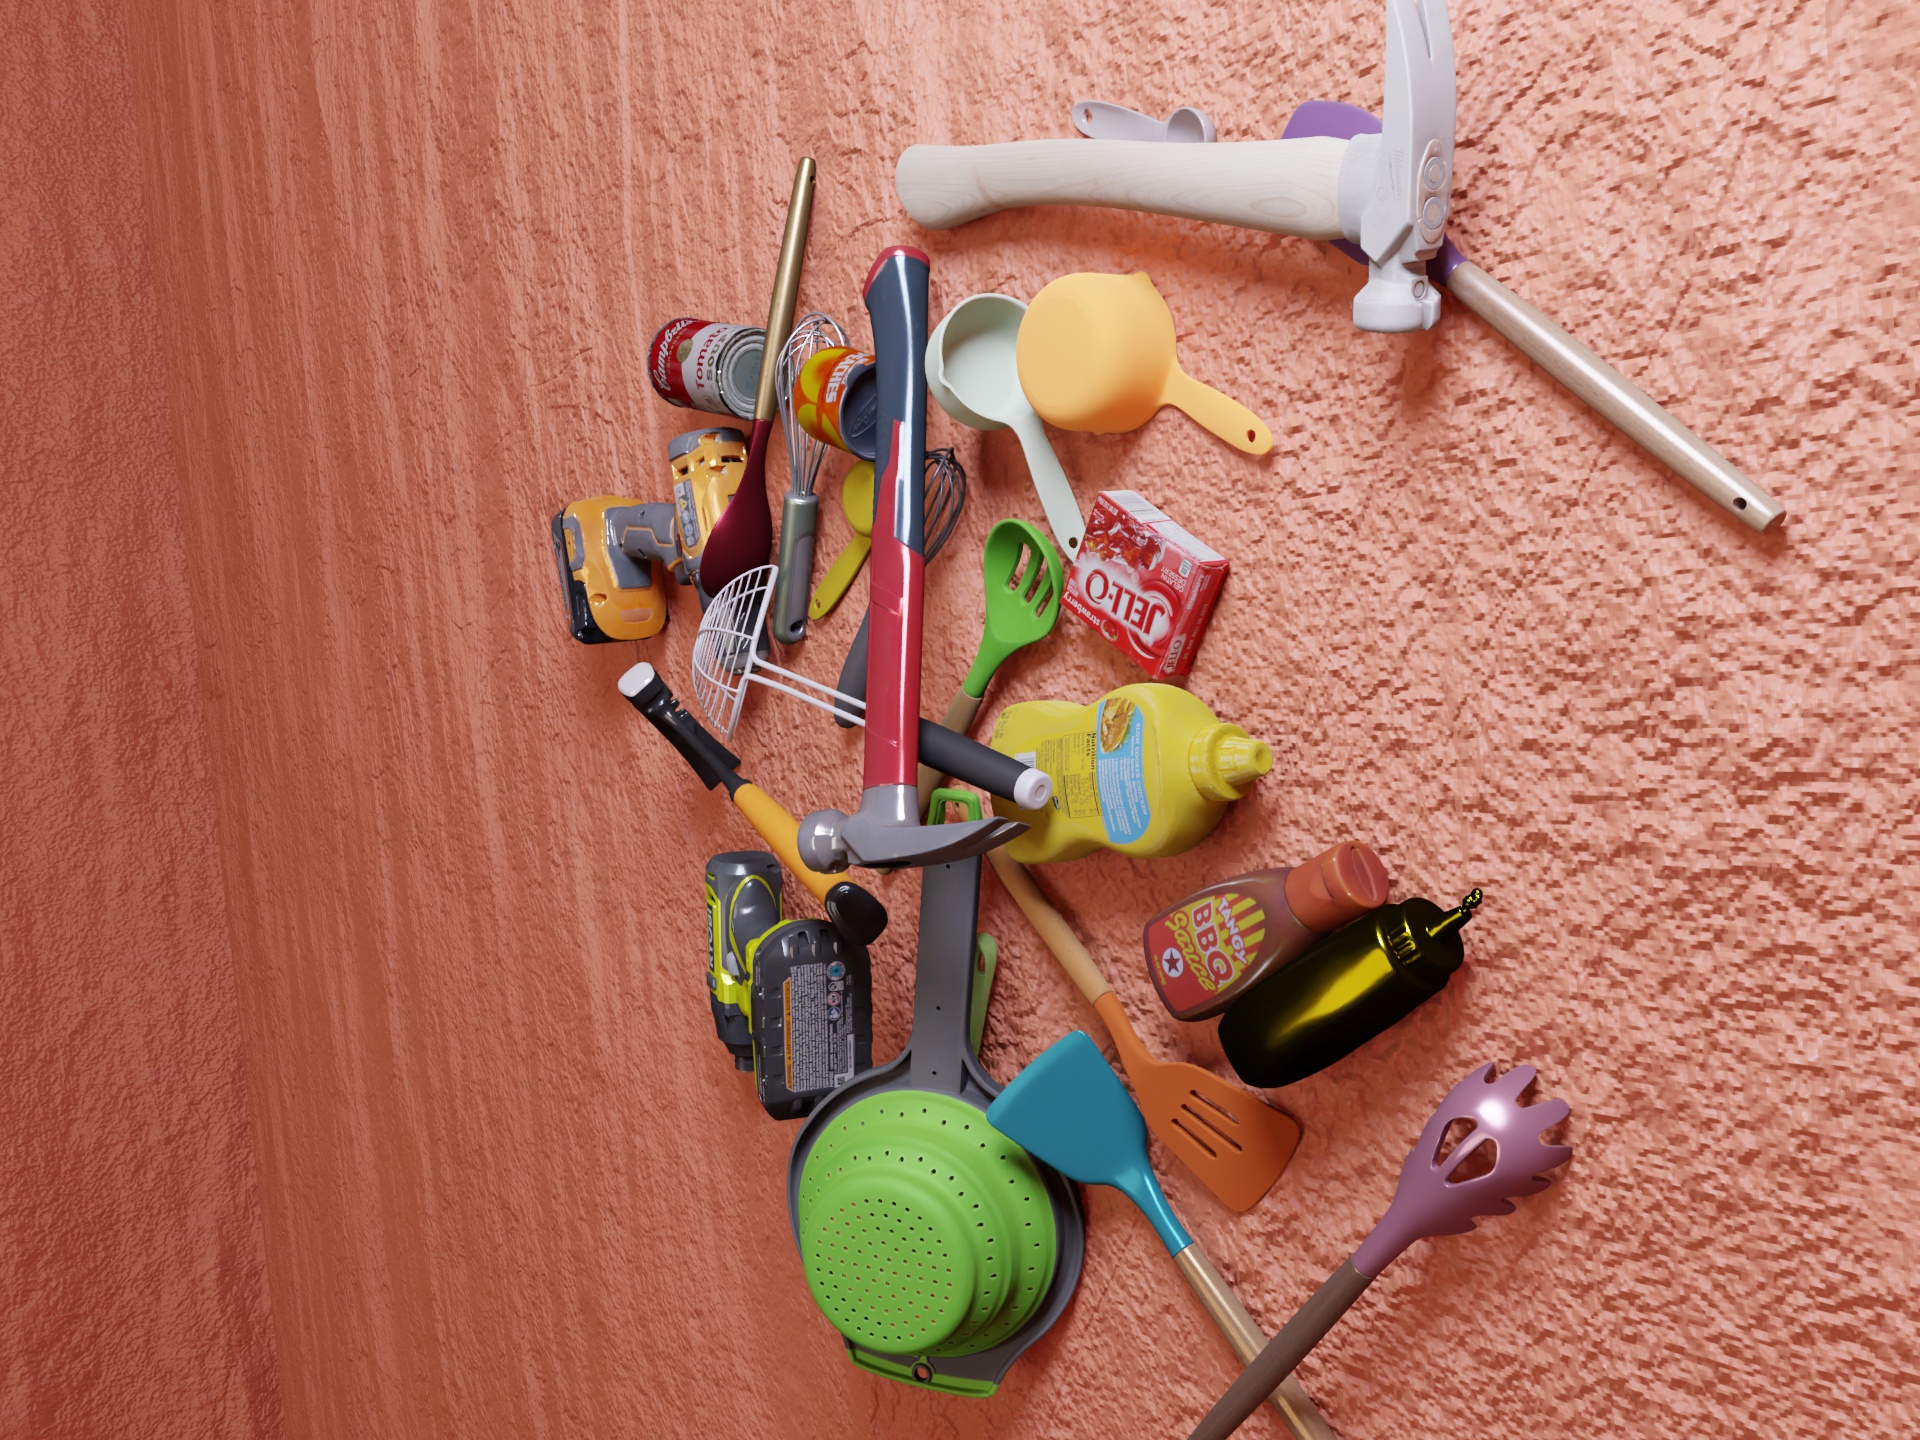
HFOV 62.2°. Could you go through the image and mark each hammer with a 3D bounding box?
[{"bbox_3d":[0.086,-0.296,0.836,0.411,0.038,0.146,26,127,51],"label":"hammer"},{"bbox_3d":[-0.139,0.066,1.115,0.337,0.034,0.127,38,168,50],"label":"hammer"},{"bbox_3d":[-0.025,-0.107,0.936,0.143,0.038,0.386,-10,71,35],"label":"hammer"}]

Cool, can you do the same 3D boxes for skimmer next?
[{"bbox_3d":[-0.059,-0.010,1.023,0.364,0.090,0.127,23,100,42],"label":"skimmer"}]

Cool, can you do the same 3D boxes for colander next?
[{"bbox_3d":[-0.027,0.243,0.983,0.204,0.094,0.397,6,97,18],"label":"colander"}]

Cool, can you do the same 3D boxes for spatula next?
[{"bbox_3d":[0.136,0.321,0.889,0.082,0.044,0.318,-44,61,11],"label":"spatula"},{"bbox_3d":[0.239,-0.185,0.702,0.316,0.018,0.059,54,136,32],"label":"spatula"},{"bbox_3d":[0.080,0.149,0.955,0.323,0.041,0.081,53,135,37],"label":"spatula"}]

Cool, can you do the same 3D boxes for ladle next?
[{"bbox_3d":[-0.135,-0.238,1.126,0.031,0.069,0.315,14,98,27],"label":"ladle"}]

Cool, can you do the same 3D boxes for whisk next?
[{"bbox_3d":[-0.047,-0.082,1.059,0.055,0.055,0.238,52,137,33],"label":"whisk"},{"bbox_3d":[-0.111,-0.166,1.126,0.059,0.058,0.246,30,124,36],"label":"whisk"}]

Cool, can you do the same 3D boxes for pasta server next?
[{"bbox_3d":[0.194,0.288,0.801,0.060,0.040,0.316,51,129,33],"label":"pasta server"}]

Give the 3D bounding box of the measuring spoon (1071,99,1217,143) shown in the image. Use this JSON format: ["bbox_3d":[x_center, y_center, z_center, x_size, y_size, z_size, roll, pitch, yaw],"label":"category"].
[{"bbox_3d":[0.100,-0.321,0.861,0.124,0.018,0.034,40,138,49],"label":"measuring spoon"}]

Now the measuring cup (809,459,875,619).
[{"bbox_3d":[-0.080,-0.121,1.104,0.156,0.029,0.062,-51,57,40],"label":"measuring cup"}]

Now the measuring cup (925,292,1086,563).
[{"bbox_3d":[0.033,-0.167,0.938,0.038,0.083,0.167,-9,105,66],"label":"measuring cup"}]

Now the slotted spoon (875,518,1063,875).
[{"bbox_3d":[-0.002,-0.003,1.024,0.070,0.031,0.313,50,135,26],"label":"slotted spoon"}]

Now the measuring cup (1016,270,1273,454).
[{"bbox_3d":[0.094,-0.182,0.856,0.174,0.052,0.095,43,128,41],"label":"measuring cup"}]

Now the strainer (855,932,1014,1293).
[{"bbox_3d":[-0.024,0.259,1.064,0.152,0.069,0.256,34,123,44],"label":"strainer"}]

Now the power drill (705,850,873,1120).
[{"bbox_3d":[-0.136,0.200,1.164,0.223,0.080,0.171,-163,71,-67],"label":"power drill"}]

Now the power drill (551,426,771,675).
[{"bbox_3d":[-0.229,-0.114,1.259,0.226,0.084,0.185,-13,87,47],"label":"power drill"}]
